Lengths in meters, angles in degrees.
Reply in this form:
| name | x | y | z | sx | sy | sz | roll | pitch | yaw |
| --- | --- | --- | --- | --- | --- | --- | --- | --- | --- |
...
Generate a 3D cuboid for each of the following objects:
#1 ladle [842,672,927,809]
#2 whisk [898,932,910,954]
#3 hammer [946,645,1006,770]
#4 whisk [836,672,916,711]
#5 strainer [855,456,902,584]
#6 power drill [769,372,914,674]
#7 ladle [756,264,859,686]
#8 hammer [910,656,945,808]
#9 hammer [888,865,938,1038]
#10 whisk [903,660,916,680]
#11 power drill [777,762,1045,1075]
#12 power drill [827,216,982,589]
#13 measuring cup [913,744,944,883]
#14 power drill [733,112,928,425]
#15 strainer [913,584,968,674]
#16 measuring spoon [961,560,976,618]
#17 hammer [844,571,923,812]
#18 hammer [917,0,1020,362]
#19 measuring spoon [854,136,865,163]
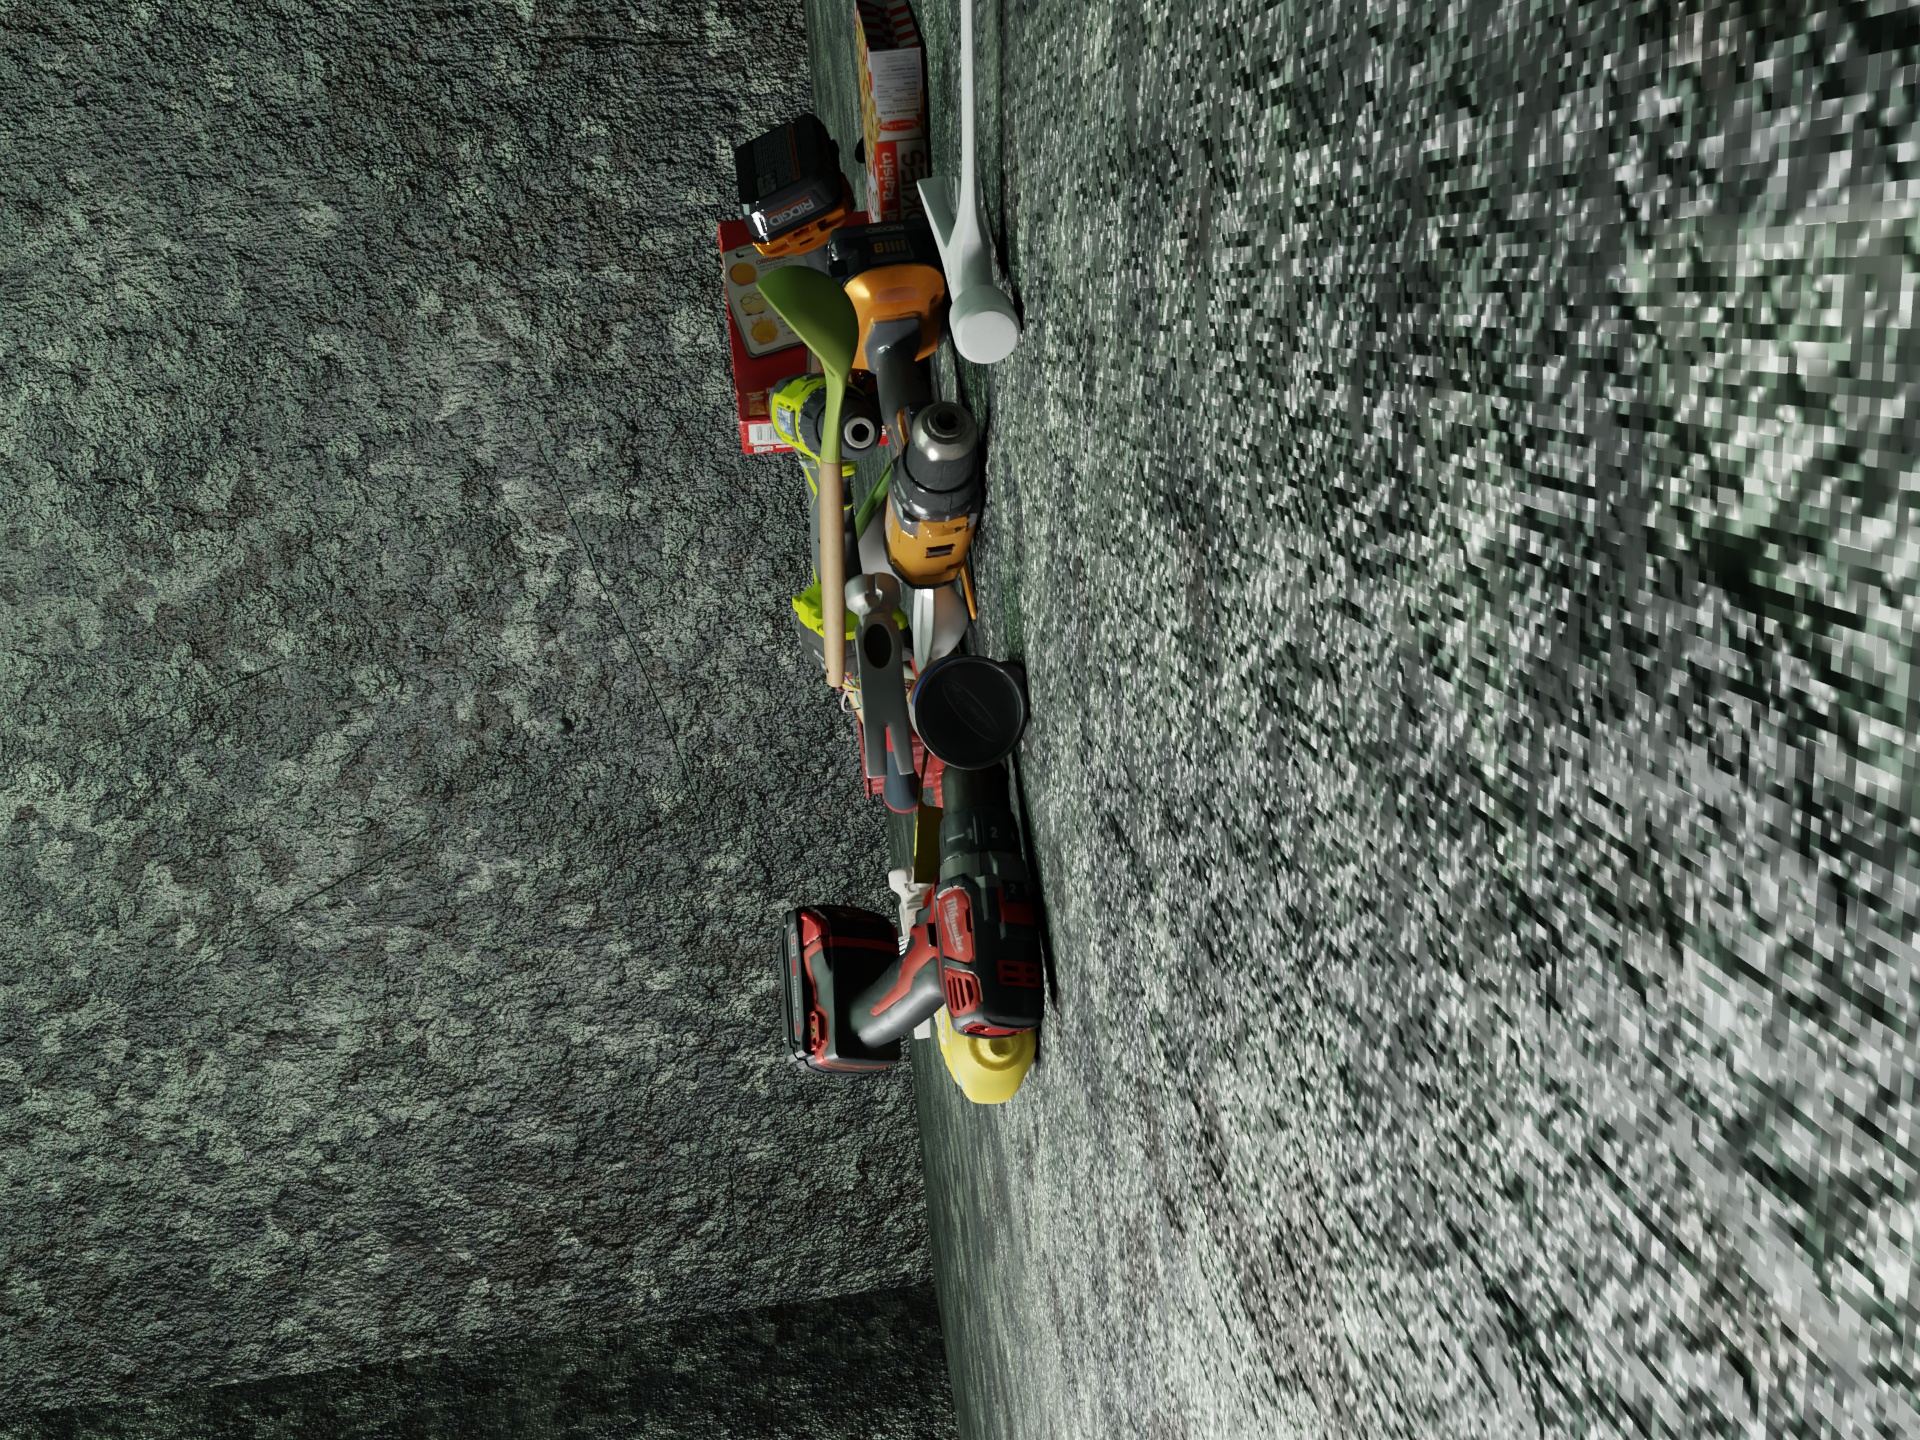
| name | x | y | z | sx | sy | sz | roll | pitch | yaw |
| --- | --- | --- | --- | --- | --- | --- | --- | --- | --- |
| ladle | -0.062 | 0.034 | 1.451 | 0.069 | 0.031 | 0.315 | -97 | -18 | -57 |
| whisk | -0.021 | 0.161 | 1.157 | 0.284 | 0.070 | 0.070 | 128 | 140 | -50 |
| hammer | -0.002 | -0.004 | 1.225 | 0.332 | 0.031 | 0.130 | -103 | 9 | -54 |
| whisk | -0.060 | -0.030 | 1.417 | 0.245 | 0.047 | 0.051 | 2 | -100 | -75 |
| strainer | -0.049 | -0.182 | 1.397 | 0.151 | 0.069 | 0.256 | -63 | 8 | -27 |
| power drill | -0.093 | -0.158 | 1.260 | 0.191 | 0.080 | 0.228 | -139 | 40 | -65 |
| ladle | -0.099 | -0.152 | 1.075 | 0.078 | 0.062 | 0.319 | -122 | 27 | -47 |
| hammer | -0.005 | 0.111 | 1.371 | 0.149 | 0.036 | 0.359 | 106 | 157 | -77 |
| hammer | -0.027 | 0.224 | 1.553 | 0.410 | 0.038 | 0.146 | 77 | -175 | -82 |
| whisk | -0.077 | -0.063 | 1.505 | 0.058 | 0.059 | 0.246 | 53 | -171 | 21 |
| power drill | -0.032 | 0.132 | 1.052 | 0.226 | 0.080 | 0.188 | -32 | 55 | 47 |
| power drill | -0.033 | -0.222 | 1.056 | 0.185 | 0.084 | 0.226 | 105 | 154 | -70 |
| measuring cup | -0.015 | 0.044 | 1.161 | 0.062 | 0.029 | 0.157 | 99 | 177 | -68 |
| power drill | -0.099 | -0.370 | 1.298 | 0.164 | 0.084 | 0.226 | -102 | -15 | -45 |
| strainer | -0.028 | -0.143 | 1.217 | 0.087 | 0.050 | 0.258 | 127 | 136 | -71 |
| measuring spoon | 0.002 | -0.131 | 1.154 | 0.021 | 0.011 | 0.117 | 121 | 139 | -83 |
| hammer | -0.052 | 0.025 | 1.245 | 0.386 | 0.038 | 0.143 | 88 | 176 | -72 |
| hammer | 0.001 | -0.371 | 0.709 | 0.405 | 0.035 | 0.144 | 89 | 172 | -45 |
| measuring spoon | -0.074 | -0.466 | 1.275 | 0.129 | 0.021 | 0.042 | -67 | -19 | -59 |
